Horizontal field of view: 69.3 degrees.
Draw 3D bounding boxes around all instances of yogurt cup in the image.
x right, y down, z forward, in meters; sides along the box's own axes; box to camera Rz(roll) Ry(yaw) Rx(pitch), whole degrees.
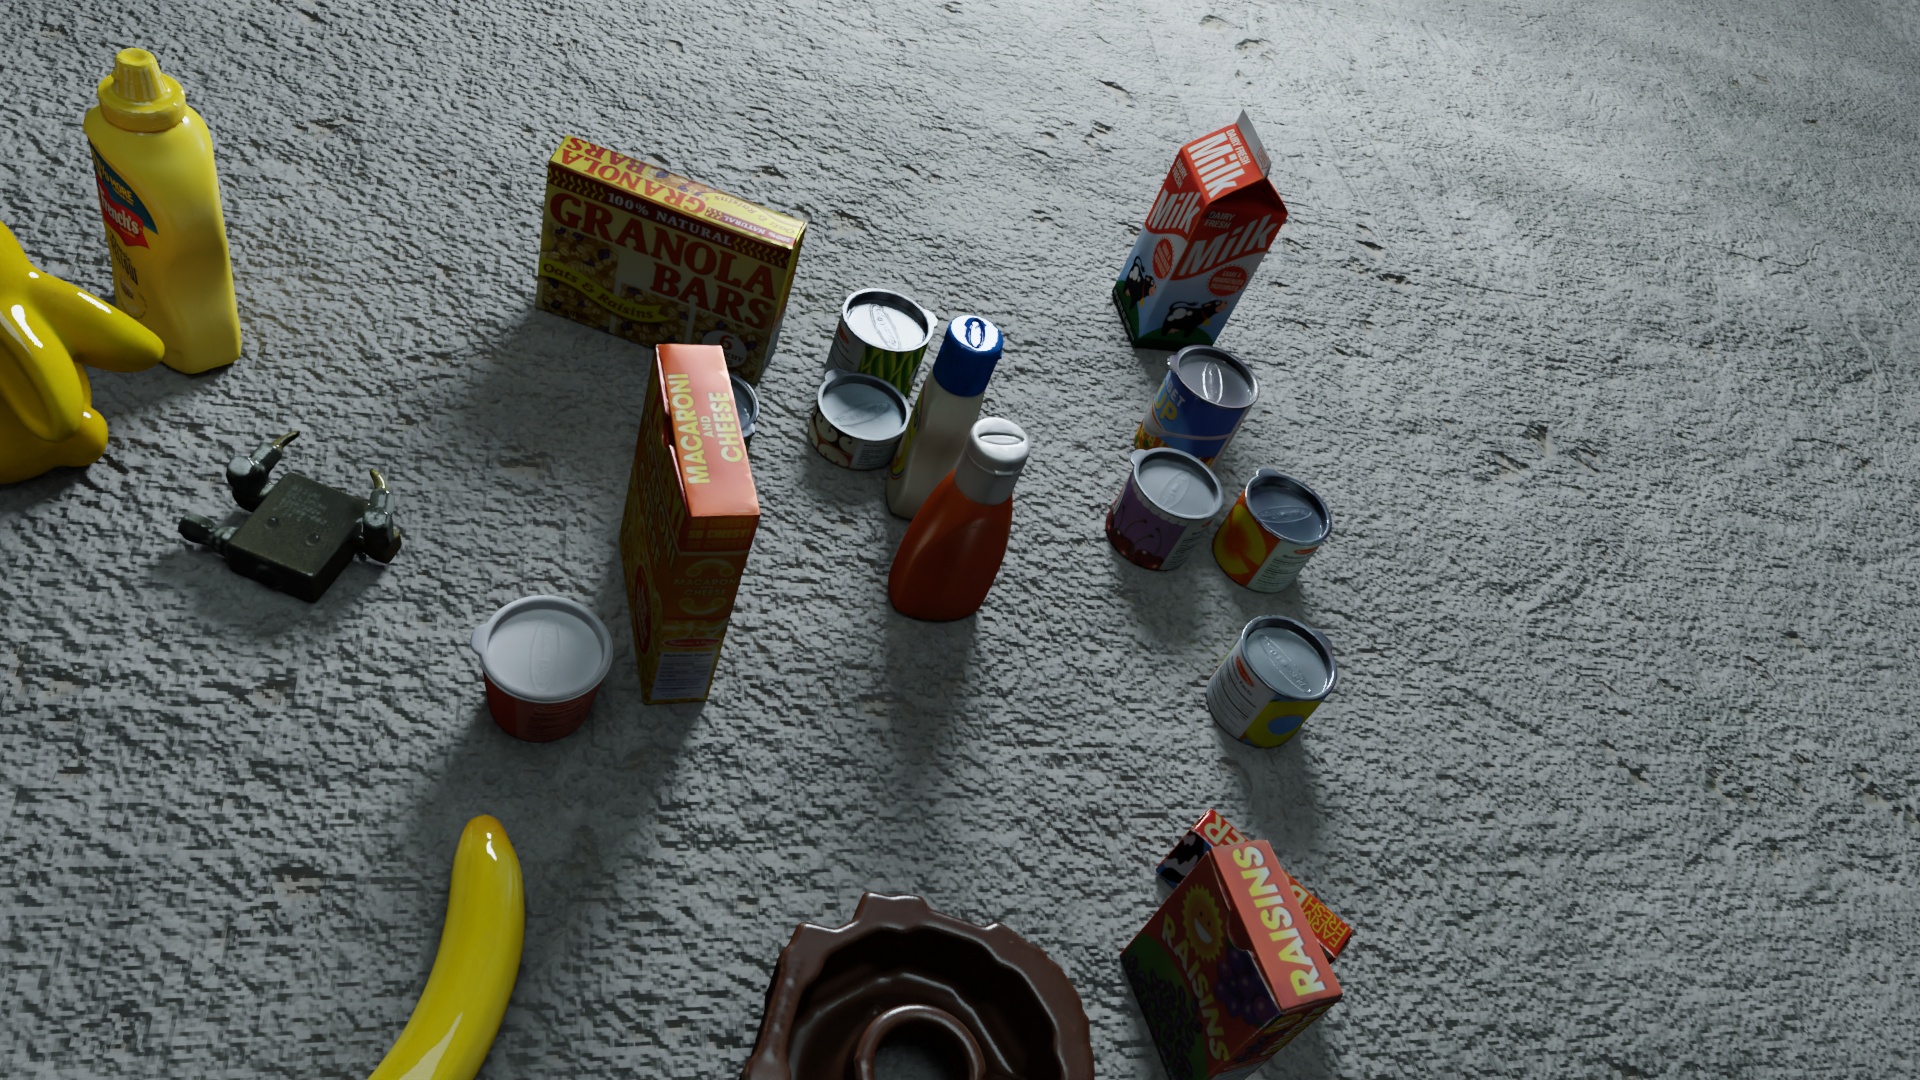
[{"bbox_3d":[-0.224,0.072,0.747,0.072,0.053,0.073,11,47,-12],"label":"yogurt cup"}]

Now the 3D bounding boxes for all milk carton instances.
[{"bbox_3d":[0.193,-0.241,1.096,0.073,0.189,0.072,2,50,-20],"label":"milk carton"}]

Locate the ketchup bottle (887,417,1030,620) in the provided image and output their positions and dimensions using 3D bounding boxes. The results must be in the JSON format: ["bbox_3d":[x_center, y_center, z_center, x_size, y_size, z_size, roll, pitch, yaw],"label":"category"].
[{"bbox_3d":[0.003,-0.011,0.844,0.065,0.148,0.044,1,50,-21],"label":"ketchup bottle"}]

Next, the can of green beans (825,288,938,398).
[{"bbox_3d":[-0.059,-0.137,0.996,0.071,0.057,0.071,11,47,-12],"label":"can of green beans"}]

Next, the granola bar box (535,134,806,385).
[{"bbox_3d":[-0.198,-0.186,0.938,0.165,0.123,0.039,19,46,-5],"label":"granola bar box"}]

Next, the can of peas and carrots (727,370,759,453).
[{"bbox_3d":[-0.165,-0.068,0.892,0.071,0.058,0.071,11,47,-12],"label":"can of peas and carrots"}]

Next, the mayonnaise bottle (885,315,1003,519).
[{"bbox_3d":[-0.011,-0.080,0.901,0.041,0.147,0.065,13,47,-11],"label":"mayonnaise bottle"}]

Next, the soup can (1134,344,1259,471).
[{"bbox_3d":[0.171,-0.094,1.030,0.071,0.083,0.072,11,47,-12],"label":"soup can"}]

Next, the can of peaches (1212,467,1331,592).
[{"bbox_3d":[0.220,-0.007,0.990,0.071,0.057,0.071,11,47,-12],"label":"can of peaches"}]

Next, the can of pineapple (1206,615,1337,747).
[{"bbox_3d":[0.201,0.091,0.895,0.071,0.057,0.071,11,47,-12],"label":"can of pineapple"}]

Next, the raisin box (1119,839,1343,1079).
[{"bbox_3d":[0.133,0.220,0.708,0.040,0.122,0.086,-3,52,-24],"label":"raisin box"}]

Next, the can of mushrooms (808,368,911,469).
[{"bbox_3d":[-0.071,-0.084,0.960,0.071,0.033,0.071,11,47,-12],"label":"can of mushrooms"}]

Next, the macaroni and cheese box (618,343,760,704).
[{"bbox_3d":[-0.154,-0.006,0.766,0.040,0.165,0.124,-1,51,-23],"label":"macaroni and cheese box"}]

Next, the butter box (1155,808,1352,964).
[{"bbox_3d":[0.165,0.203,0.784,0.103,0.052,0.024,40,48,15],"label":"butter box"}]

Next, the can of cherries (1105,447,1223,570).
[{"bbox_3d":[0.140,-0.023,0.972,0.071,0.058,0.072,11,47,-12],"label":"can of cherries"}]
